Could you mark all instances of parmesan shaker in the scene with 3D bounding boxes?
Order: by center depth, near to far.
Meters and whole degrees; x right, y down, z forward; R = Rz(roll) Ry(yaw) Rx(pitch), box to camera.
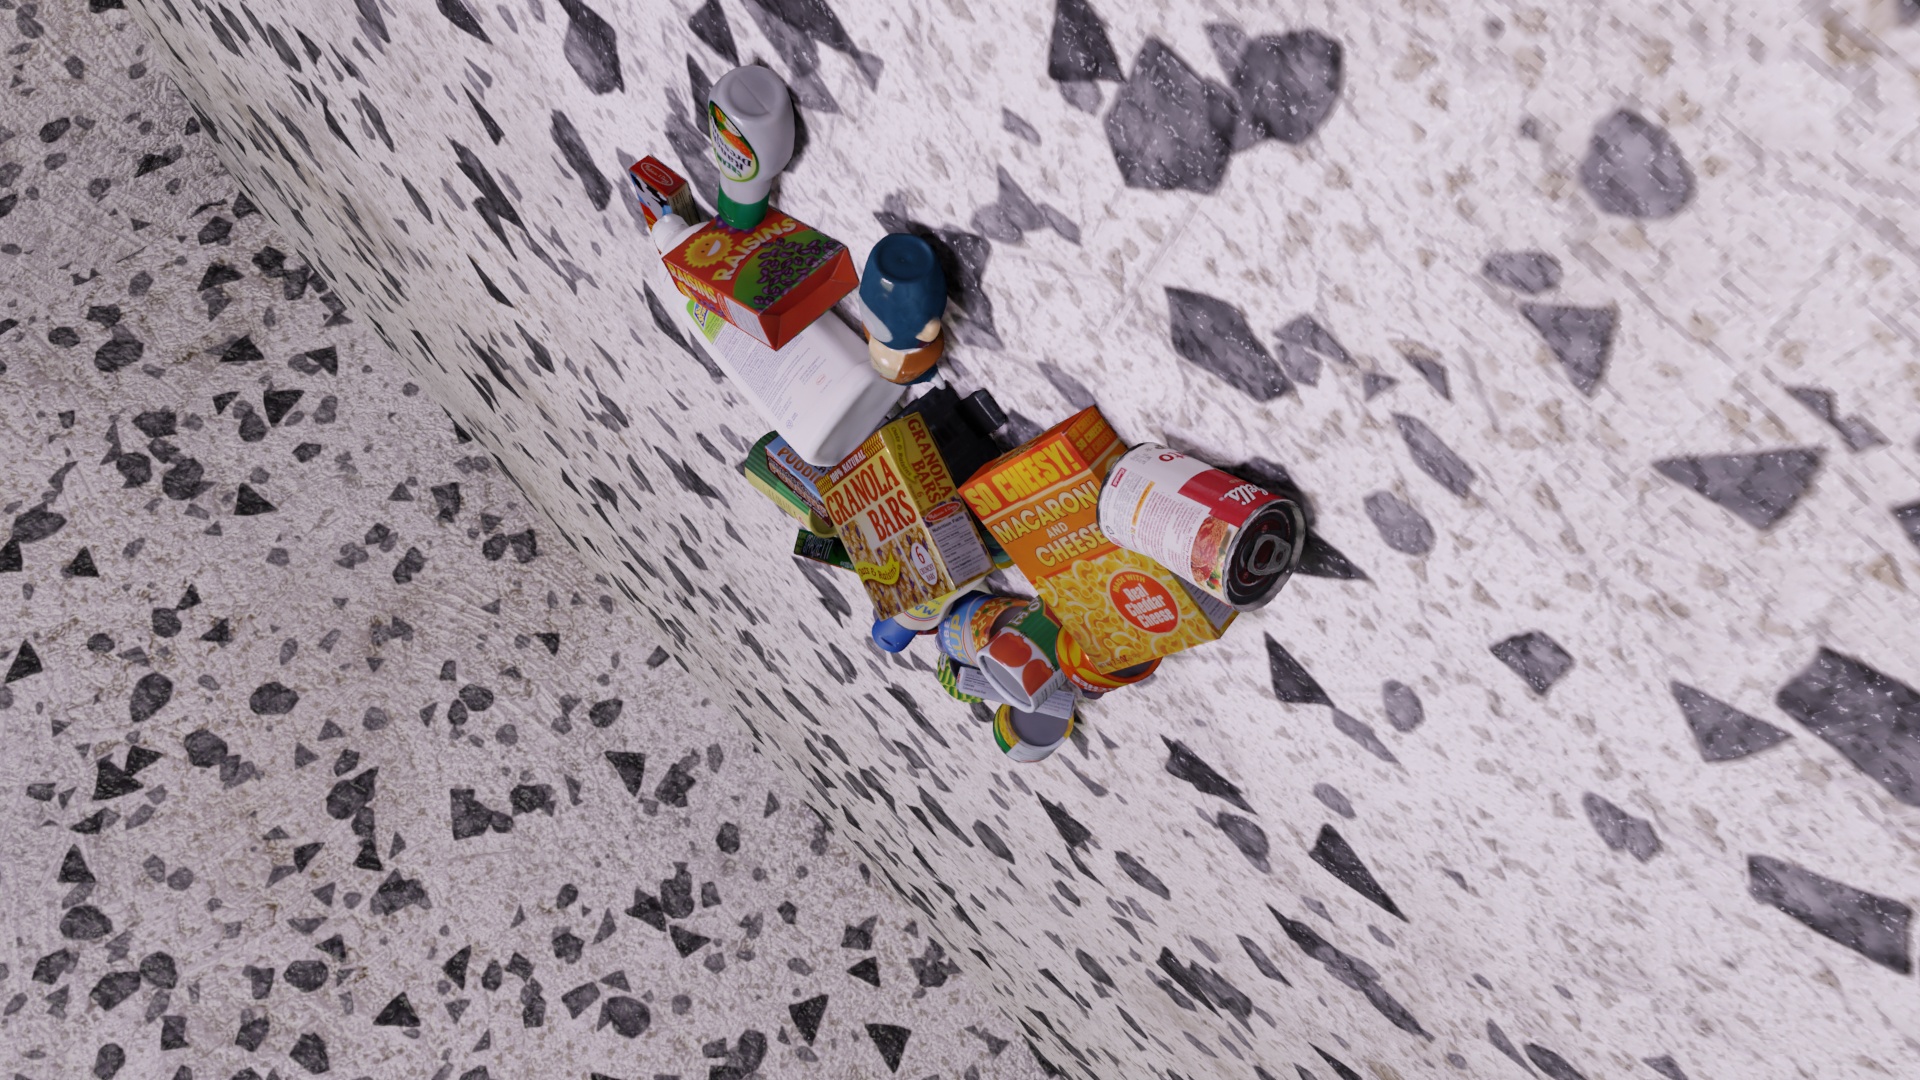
[{"bbox_3d":[-0.150,-0.057,1.319,0.103,0.071,0.071,35,157,34],"label":"parmesan shaker"}]

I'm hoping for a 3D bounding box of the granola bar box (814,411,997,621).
[{"bbox_3d":[-0.044,-0.013,1.027,0.124,0.039,0.165,64,156,1],"label":"granola bar box"}]

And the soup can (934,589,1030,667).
[{"bbox_3d":[0.027,0.081,1.196,0.071,0.071,0.084,56,159,-20],"label":"soup can"}]

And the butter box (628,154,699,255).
[{"bbox_3d":[-0.244,-0.272,1.178,0.053,0.024,0.103,38,158,25],"label":"butter box"}]

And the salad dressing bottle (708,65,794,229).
[{"bbox_3d":[-0.146,-0.264,0.953,0.064,0.044,0.147,48,161,5],"label":"salad dressing bottle"}]

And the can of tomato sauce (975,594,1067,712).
[{"bbox_3d":[0.062,0.085,1.112,0.071,0.083,0.071,41,159,19],"label":"can of tomato sauce"}]

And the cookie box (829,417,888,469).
[{"bbox_3d":[-0.134,-0.125,1.200,0.167,0.040,0.122,46,161,3],"label":"cookie box"}]

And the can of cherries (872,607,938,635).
[{"bbox_3d":[-0.041,0.058,1.298,0.071,0.072,0.058,52,160,-11],"label":"can of cherries"}]

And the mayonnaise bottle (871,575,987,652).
[{"bbox_3d":[-0.029,0.042,1.187,0.065,0.041,0.147,34,130,-4],"label":"mayonnaise bottle"}]

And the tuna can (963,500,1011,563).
[{"bbox_3d":[0.034,-0.016,1.008,0.071,0.071,0.032,18,145,55],"label":"tuna can"}]

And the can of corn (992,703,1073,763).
[{"bbox_3d":[0.067,0.166,1.286,0.071,0.071,0.058,46,160,8],"label":"can of corn"}]

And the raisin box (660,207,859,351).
[{"bbox_3d":[-0.148,-0.198,1.019,0.123,0.086,0.040,33,157,36],"label":"raisin box"}]

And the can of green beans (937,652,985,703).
[{"bbox_3d":[0.016,0.116,1.295,0.071,0.071,0.057,48,161,1],"label":"can of green beans"}]

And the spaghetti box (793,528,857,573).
[{"bbox_3d":[-0.111,0.013,1.353,0.050,0.028,0.250,13,179,-20],"label":"spaghetti box"}]

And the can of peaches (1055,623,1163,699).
[{"bbox_3d":[0.110,0.078,1.018,0.071,0.071,0.058,48,159,0],"label":"can of peaches"}]

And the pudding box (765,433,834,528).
[{"bbox_3d":[-0.132,-0.055,1.220,0.084,0.030,0.049,43,160,12],"label":"pudding box"}]

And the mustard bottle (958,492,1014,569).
[{"bbox_3d":[0.004,-0.014,1.087,0.160,0.065,0.048,25,151,37],"label":"mustard bottle"}]

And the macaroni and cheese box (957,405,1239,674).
[{"bbox_3d":[0.091,0.003,0.920,0.166,0.040,0.123,52,144,-8],"label":"macaroni and cheese box"}]

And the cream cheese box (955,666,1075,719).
[{"bbox_3d":[0.048,0.135,1.230,0.104,0.024,0.053,14,176,-1],"label":"cream cheese box"}]
